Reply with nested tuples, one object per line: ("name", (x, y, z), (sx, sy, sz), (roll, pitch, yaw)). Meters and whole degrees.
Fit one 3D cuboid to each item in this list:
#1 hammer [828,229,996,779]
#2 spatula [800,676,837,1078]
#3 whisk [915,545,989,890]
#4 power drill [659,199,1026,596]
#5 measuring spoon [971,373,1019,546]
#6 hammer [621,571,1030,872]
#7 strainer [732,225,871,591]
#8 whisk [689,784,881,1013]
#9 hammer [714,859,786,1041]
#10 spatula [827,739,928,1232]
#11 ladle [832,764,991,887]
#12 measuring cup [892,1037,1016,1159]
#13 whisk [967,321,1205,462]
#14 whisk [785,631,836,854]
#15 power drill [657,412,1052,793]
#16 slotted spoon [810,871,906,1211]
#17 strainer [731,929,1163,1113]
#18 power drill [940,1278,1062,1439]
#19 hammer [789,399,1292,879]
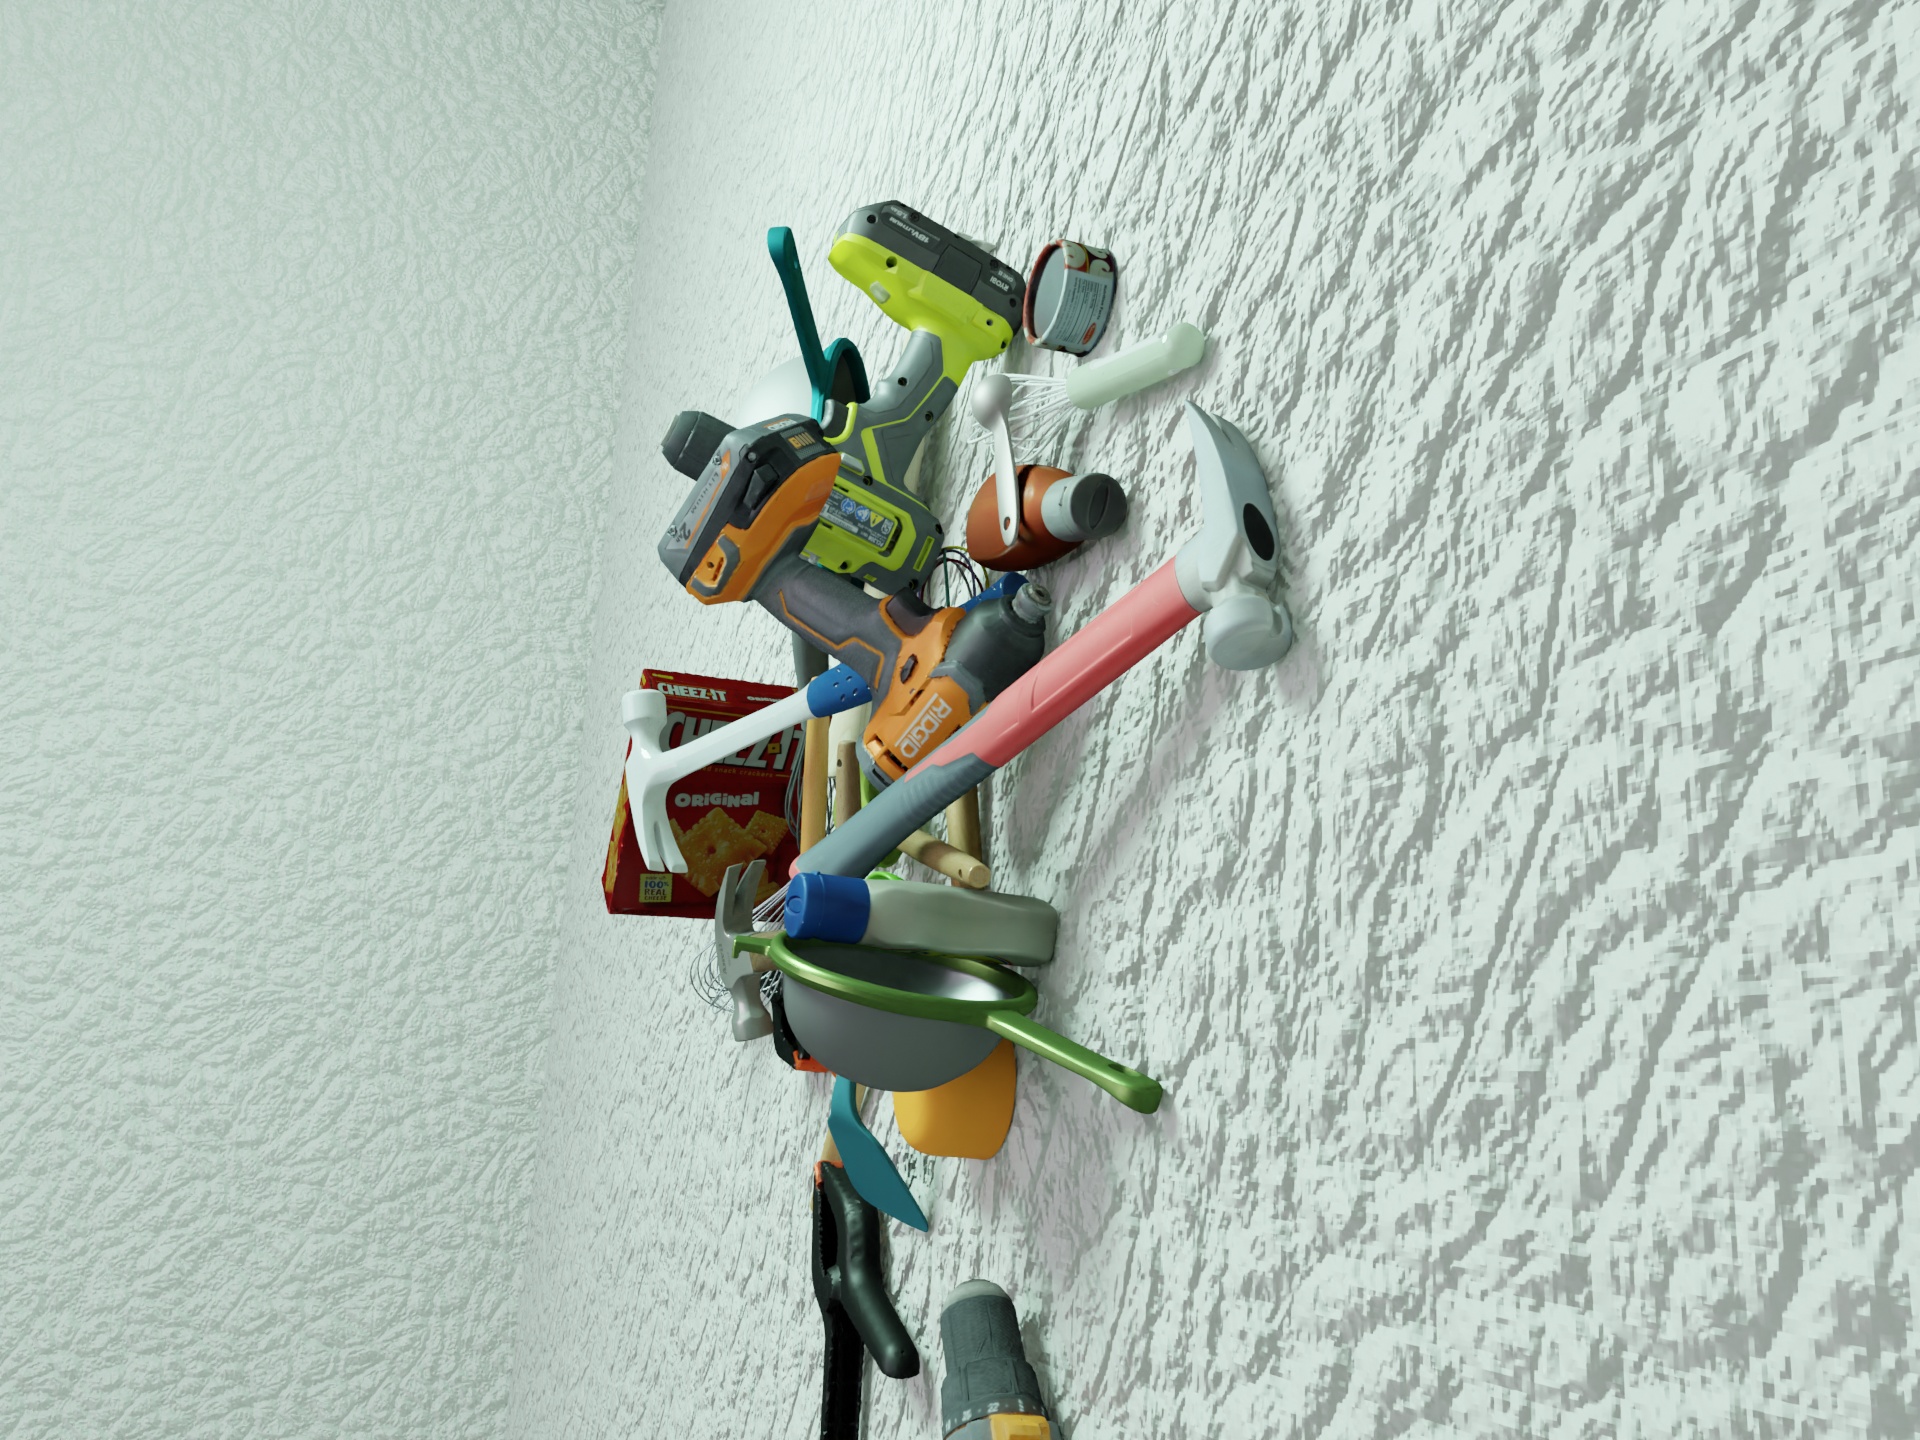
("hammer", (-0.046, -0.157, 1.181), (0.146, 0.038, 0.411), (167, 114, -67))
("spatula", (-0.101, 0.124, 1.167), (0.081, 0.041, 0.322), (31, 122, 58))
("whisk", (0.000, -0.004, 1.038), (0.051, 0.047, 0.245), (119, 149, -68))
("power drill", (-0.072, -0.217, 1.046), (0.228, 0.190, 0.080), (-65, 16, -6))
("measuring spoon", (0.020, -0.155, 0.937), (0.034, 0.018, 0.124), (-46, 41, 49))
("hammer", (-0.104, -0.005, 1.086), (0.405, 0.035, 0.144), (-22, 68, 40))
("strainer", (-0.136, -0.227, 1.193), (0.340, 0.095, 0.211), (78, -165, -55))
("whisk", (-0.123, 0.131, 1.226), (0.284, 0.070, 0.070), (-51, 33, 26))
("hammer", (-0.082, 0.148, 1.084), (0.331, 0.031, 0.130), (-18, 84, 52))
("spatula", (-0.062, 0.170, 1.020), (0.082, 0.044, 0.317), (5, 97, 53))
("ladle", (-0.024, 0.072, 1.003), (0.320, 0.062, 0.078), (-169, 73, -73))
("measuring cup", (-0.019, 0.198, 0.985), (0.174, 0.052, 0.095), (-125, 47, -59))
("whisk", (0.067, -0.191, 0.920), (0.059, 0.058, 0.246), (65, 157, -10))
("whisk", (-0.115, 0.004, 1.239), (0.055, 0.055, 0.238), (-119, 25, -59))
("power drill", (-0.056, -0.076, 0.943), (0.164, 0.226, 0.084), (-49, -7, 34))
("slotted spoon", (-0.072, 0.239, 1.146), (0.070, 0.031, 0.313), (37, 124, 35))
("strainer", (-0.001, 0.176, 0.841), (0.256, 0.151, 0.069), (17, 96, 45))
("power drill", (-0.012, 0.427, 0.847), (0.186, 0.084, 0.226), (-102, 32, -44))
("hammer", (0.021, -0.008, 0.852), (0.386, 0.038, 0.143), (-39, 44, 41))
